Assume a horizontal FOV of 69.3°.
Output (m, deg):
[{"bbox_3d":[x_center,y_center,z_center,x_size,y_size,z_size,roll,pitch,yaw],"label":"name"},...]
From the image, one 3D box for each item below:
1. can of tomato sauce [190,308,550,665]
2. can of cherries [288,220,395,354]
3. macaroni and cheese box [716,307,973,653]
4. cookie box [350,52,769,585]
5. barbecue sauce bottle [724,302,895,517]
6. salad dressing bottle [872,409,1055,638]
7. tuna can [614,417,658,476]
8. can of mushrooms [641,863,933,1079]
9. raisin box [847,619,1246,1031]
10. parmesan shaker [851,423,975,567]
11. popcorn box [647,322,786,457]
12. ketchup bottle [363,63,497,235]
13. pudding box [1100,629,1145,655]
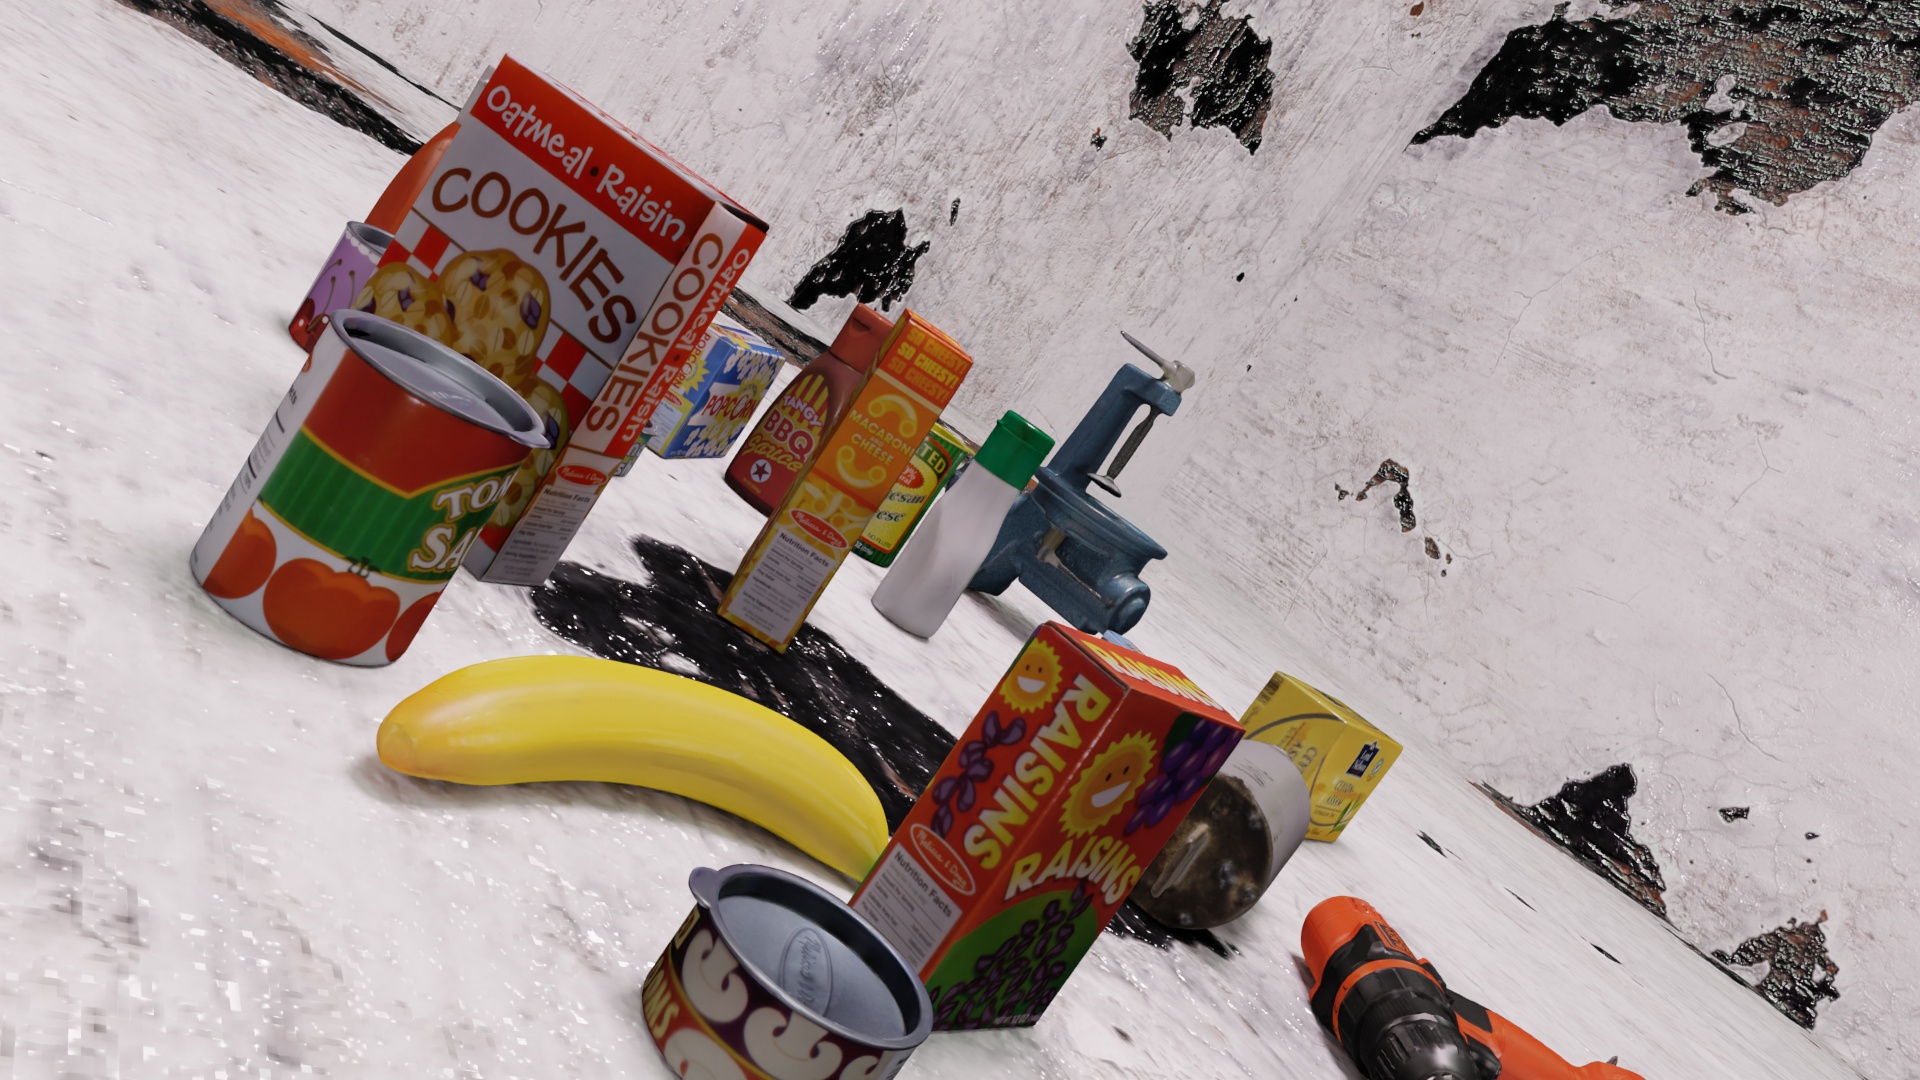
[{"bbox_3d":[-0.171,-0.014,0.408,0.071,0.083,0.071,34,8,-5],"label":"can of tomato sauce"},{"bbox_3d":[-0.269,-0.106,0.653,0.071,0.058,0.071,34,8,-5],"label":"can of cherries"},{"bbox_3d":[-0.056,-0.035,0.699,0.040,0.166,0.124,33,8,-9],"label":"macaroni and cheese box"},{"bbox_3d":[-0.168,-0.085,0.539,0.123,0.167,0.040,37,8,21],"label":"cookie box"},{"bbox_3d":[-0.092,-0.085,0.913,0.065,0.148,0.043,38,8,26],"label":"barbecue sauce bottle"},{"bbox_3d":[0.003,-0.011,0.860,0.044,0.147,0.064,32,8,-18],"label":"salad dressing bottle"},{"bbox_3d":[-0.202,-0.065,0.768,0.071,0.033,0.071,34,8,-5],"label":"tuna can"},{"bbox_3d":[-0.045,0.113,0.345,0.071,0.033,0.071,34,8,-5],"label":"can of mushrooms"},{"bbox_3d":[0.025,0.091,0.431,0.040,0.123,0.086,40,9,37],"label":"raisin box"},{"bbox_3d":[-0.047,-0.039,0.987,0.071,0.103,0.071,34,7,-5],"label":"parmesan shaker"},{"bbox_3d":[-0.168,-0.100,0.924,0.038,0.085,0.127,35,8,5],"label":"popcorn box"},{"bbox_3d":[-0.285,-0.193,0.776,0.065,0.148,0.043,36,7,11],"label":"ketchup bottle"},{"bbox_3d":[0.122,0.107,0.996,0.030,0.049,0.084,28,10,-39],"label":"pudding box"}]
